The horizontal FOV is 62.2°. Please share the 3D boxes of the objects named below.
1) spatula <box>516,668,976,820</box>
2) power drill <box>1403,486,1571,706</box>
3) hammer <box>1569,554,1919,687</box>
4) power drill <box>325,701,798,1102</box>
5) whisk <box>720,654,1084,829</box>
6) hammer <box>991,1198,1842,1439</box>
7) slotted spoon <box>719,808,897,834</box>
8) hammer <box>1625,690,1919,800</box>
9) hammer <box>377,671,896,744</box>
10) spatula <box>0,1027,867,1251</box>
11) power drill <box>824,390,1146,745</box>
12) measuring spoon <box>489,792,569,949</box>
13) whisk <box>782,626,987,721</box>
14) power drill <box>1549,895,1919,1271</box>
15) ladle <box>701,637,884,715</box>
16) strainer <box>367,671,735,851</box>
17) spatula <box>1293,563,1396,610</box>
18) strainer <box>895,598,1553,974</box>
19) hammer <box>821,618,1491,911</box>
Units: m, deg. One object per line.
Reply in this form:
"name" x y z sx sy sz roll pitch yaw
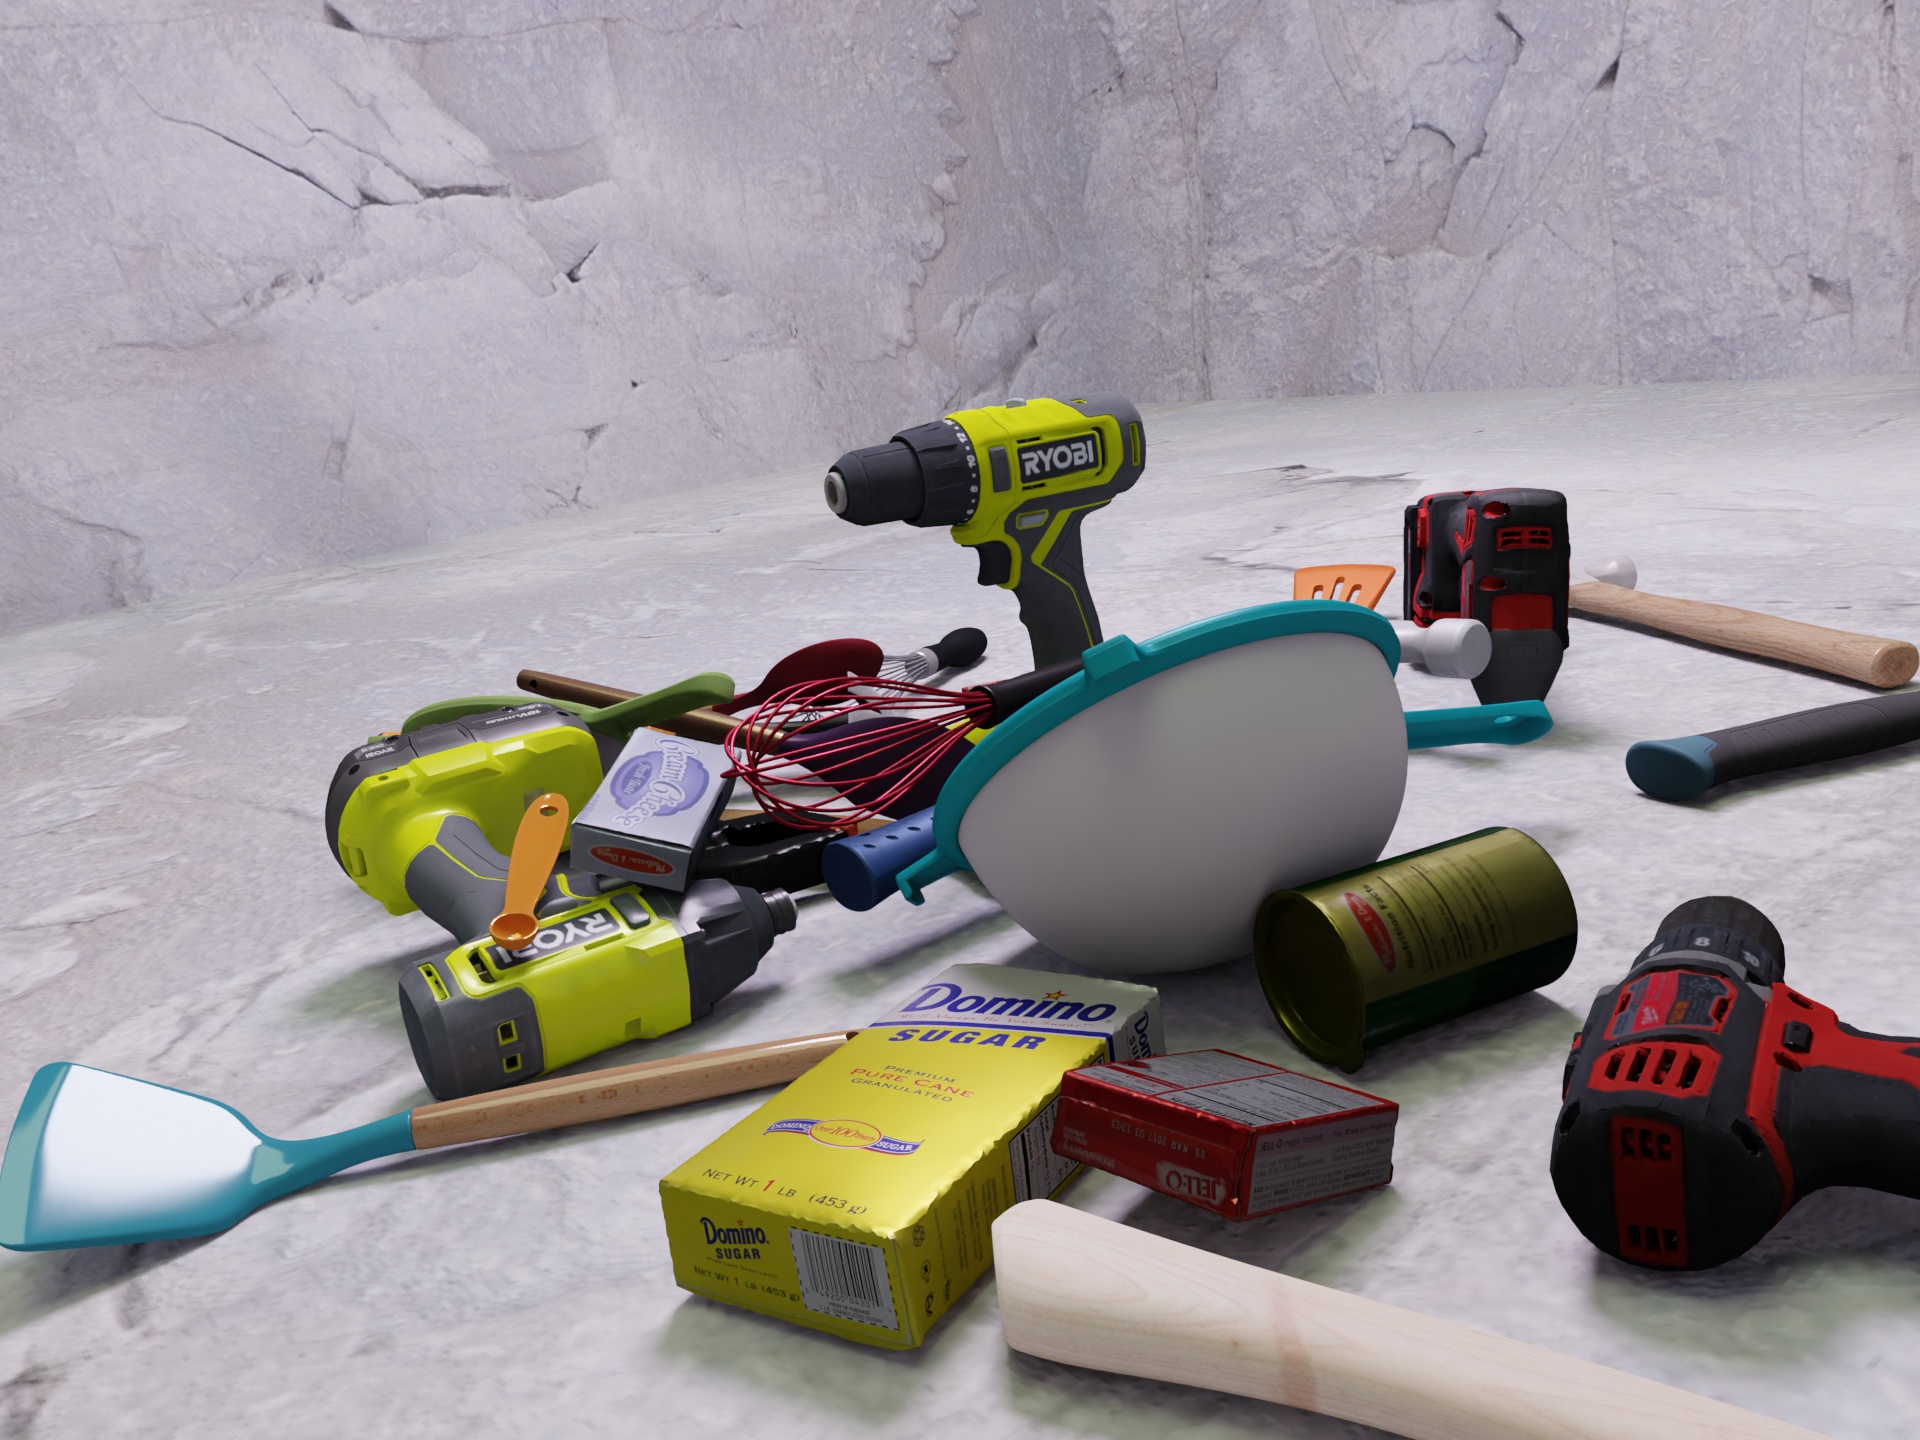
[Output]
"spatula" -0.125 0.006 0.928 0.316 0.060 0.018 13 7 19
"power drill" 0.332 -0.076 1.000 0.078 0.143 0.220 -1 10 8
"hammer" 0.493 -0.068 1.072 0.130 0.031 0.331 -11 16 -14
"power drill" -0.194 0.076 0.747 0.171 0.080 0.223 -17 33 -29
"whisk" -0.001 -0.003 0.809 0.073 0.073 0.295 6 16 42
"hammer" 0.184 0.167 0.357 0.411 0.038 0.146 4 18 39
"slotted spoon" -0.056 0.062 0.879 0.314 0.031 0.070 1 17 34
"hammer" 0.505 -0.004 0.830 0.331 0.033 0.128 -11 16 -11
"hammer" -0.210 0.011 1.004 0.337 0.034 0.127 -4 -13 6
"spatula" -0.183 0.145 0.603 0.317 0.044 0.082 -9 38 -10
"power drill" 0.023 -0.068 0.922 0.190 0.228 0.080 -15 17 -26
"measuring spoon" -0.185 0.064 0.689 0.021 0.011 0.117 3 28 -6
"whisk" -0.043 -0.036 1.184 0.070 0.070 0.284 0 13 26
"power drill" 0.303 0.102 0.468 0.227 0.080 0.188 -1 16 32
"ladle" -0.183 -0.004 1.075 0.315 0.031 0.069 -13 -24 33
"strainer" -0.215 0.031 0.898 0.256 0.069 0.151 -16 -27 41
"spatula" 0.237 -0.056 1.136 0.081 0.041 0.322 2 19 28
"strainer" 0.155 0.042 0.690 0.340 0.095 0.211 -4 -30 -31
"hammer" 0.100 0.010 0.836 0.405 0.035 0.144 -21 18 -34
